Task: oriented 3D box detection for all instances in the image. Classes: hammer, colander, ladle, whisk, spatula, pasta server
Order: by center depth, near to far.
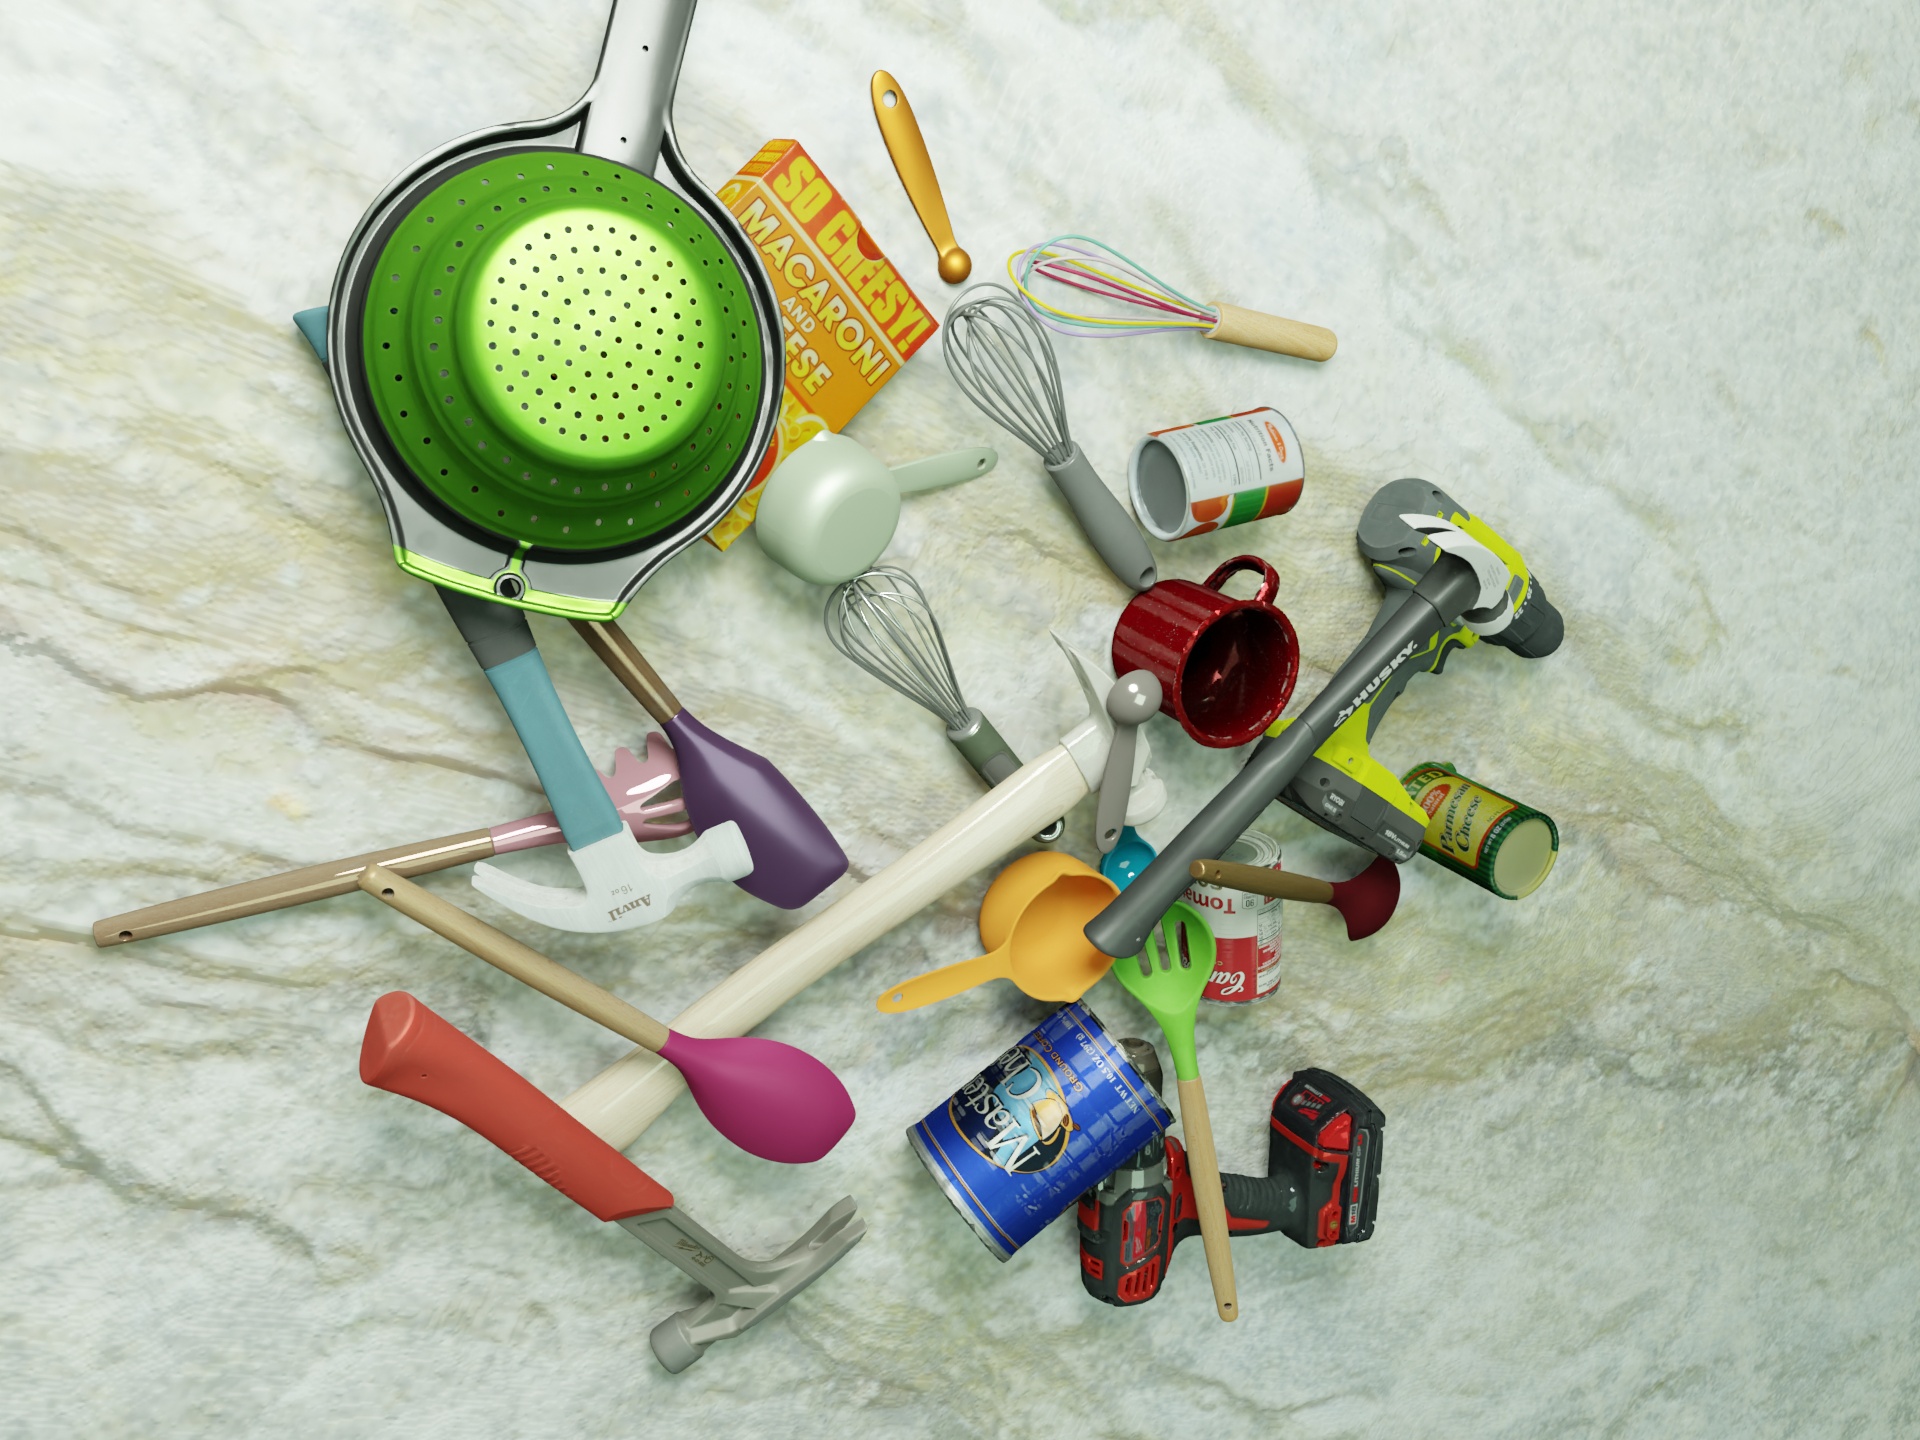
[{"bbox_3d":[-0.145,-0.241,0.689,0.204,0.094,0.397,14,90,-23],"label":"colander"},{"bbox_3d":[-0.221,-0.043,0.762,0.128,0.033,0.330,-24,109,-6],"label":"hammer"},{"bbox_3d":[-0.166,-0.020,0.813,0.060,0.018,0.315,-37,112,-2],"label":"spatula"},{"bbox_3d":[-0.269,0.066,0.815,0.316,0.040,0.060,-13,114,-21],"label":"pasta server"},{"bbox_3d":[-0.191,0.247,0.877,0.149,0.037,0.358,-37,132,-3],"label":"hammer"},{"bbox_3d":[0.059,-0.151,0.900,0.055,0.055,0.238,-47,133,-7],"label":"whisk"},{"bbox_3d":[-0.068,0.112,0.910,0.410,0.038,0.146,-36,131,-7],"label":"hammer"},{"bbox_3d":[0.128,-0.239,0.918,0.244,0.047,0.051,2,116,-35],"label":"whisk"},{"bbox_3d":[-0.001,-0.003,0.928,0.058,0.059,0.246,-38,128,2],"label":"whisk"},{"bbox_3d":[0.198,0.016,0.957,0.335,0.035,0.146,-46,146,4],"label":"hammer"},{"bbox_3d":[0.227,0.109,1.043,0.315,0.031,0.069,15,95,-53],"label":"ladle"}]

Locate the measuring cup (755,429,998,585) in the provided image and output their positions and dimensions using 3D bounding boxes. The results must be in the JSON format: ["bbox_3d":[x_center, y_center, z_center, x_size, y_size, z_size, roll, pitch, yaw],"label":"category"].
[{"bbox_3d":[-0.032,-0.119,0.851,0.167,0.038,0.083,-21,138,-37],"label":"measuring cup"}]

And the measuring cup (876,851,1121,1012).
[{"bbox_3d":[0.018,0.138,0.989,0.173,0.052,0.095,-17,116,-21],"label":"measuring cup"}]

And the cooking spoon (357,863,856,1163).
[{"bbox_3d":[-0.181,0.160,0.852,0.318,0.017,0.069,38,95,-28],"label":"cooking spoon"}]

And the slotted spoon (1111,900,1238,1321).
[{"bbox_3d":[0.154,0.261,1.063,0.070,0.031,0.313,-10,102,6],"label":"slotted spoon"}]

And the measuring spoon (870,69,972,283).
[{"bbox_3d":[-0.019,-0.283,0.832,0.021,0.011,0.116,-34,121,-15],"label":"measuring spoon"}]

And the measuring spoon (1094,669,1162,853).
[{"bbox_3d":[0.096,0.028,0.916,0.034,0.018,0.124,-9,123,-25],"label":"measuring spoon"}]

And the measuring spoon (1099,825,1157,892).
[{"bbox_3d":[0.098,0.055,1.027,0.042,0.021,0.128,-18,107,-22],"label":"measuring spoon"}]

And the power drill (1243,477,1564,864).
[{"bbox_3d":[0.309,-0.025,1.078,0.190,0.080,0.228,30,89,-33],"label":"power drill"}]

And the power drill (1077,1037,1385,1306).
[{"bbox_3d":[0.187,0.306,1.134,0.226,0.080,0.188,-4,103,-24],"label":"power drill"}]
